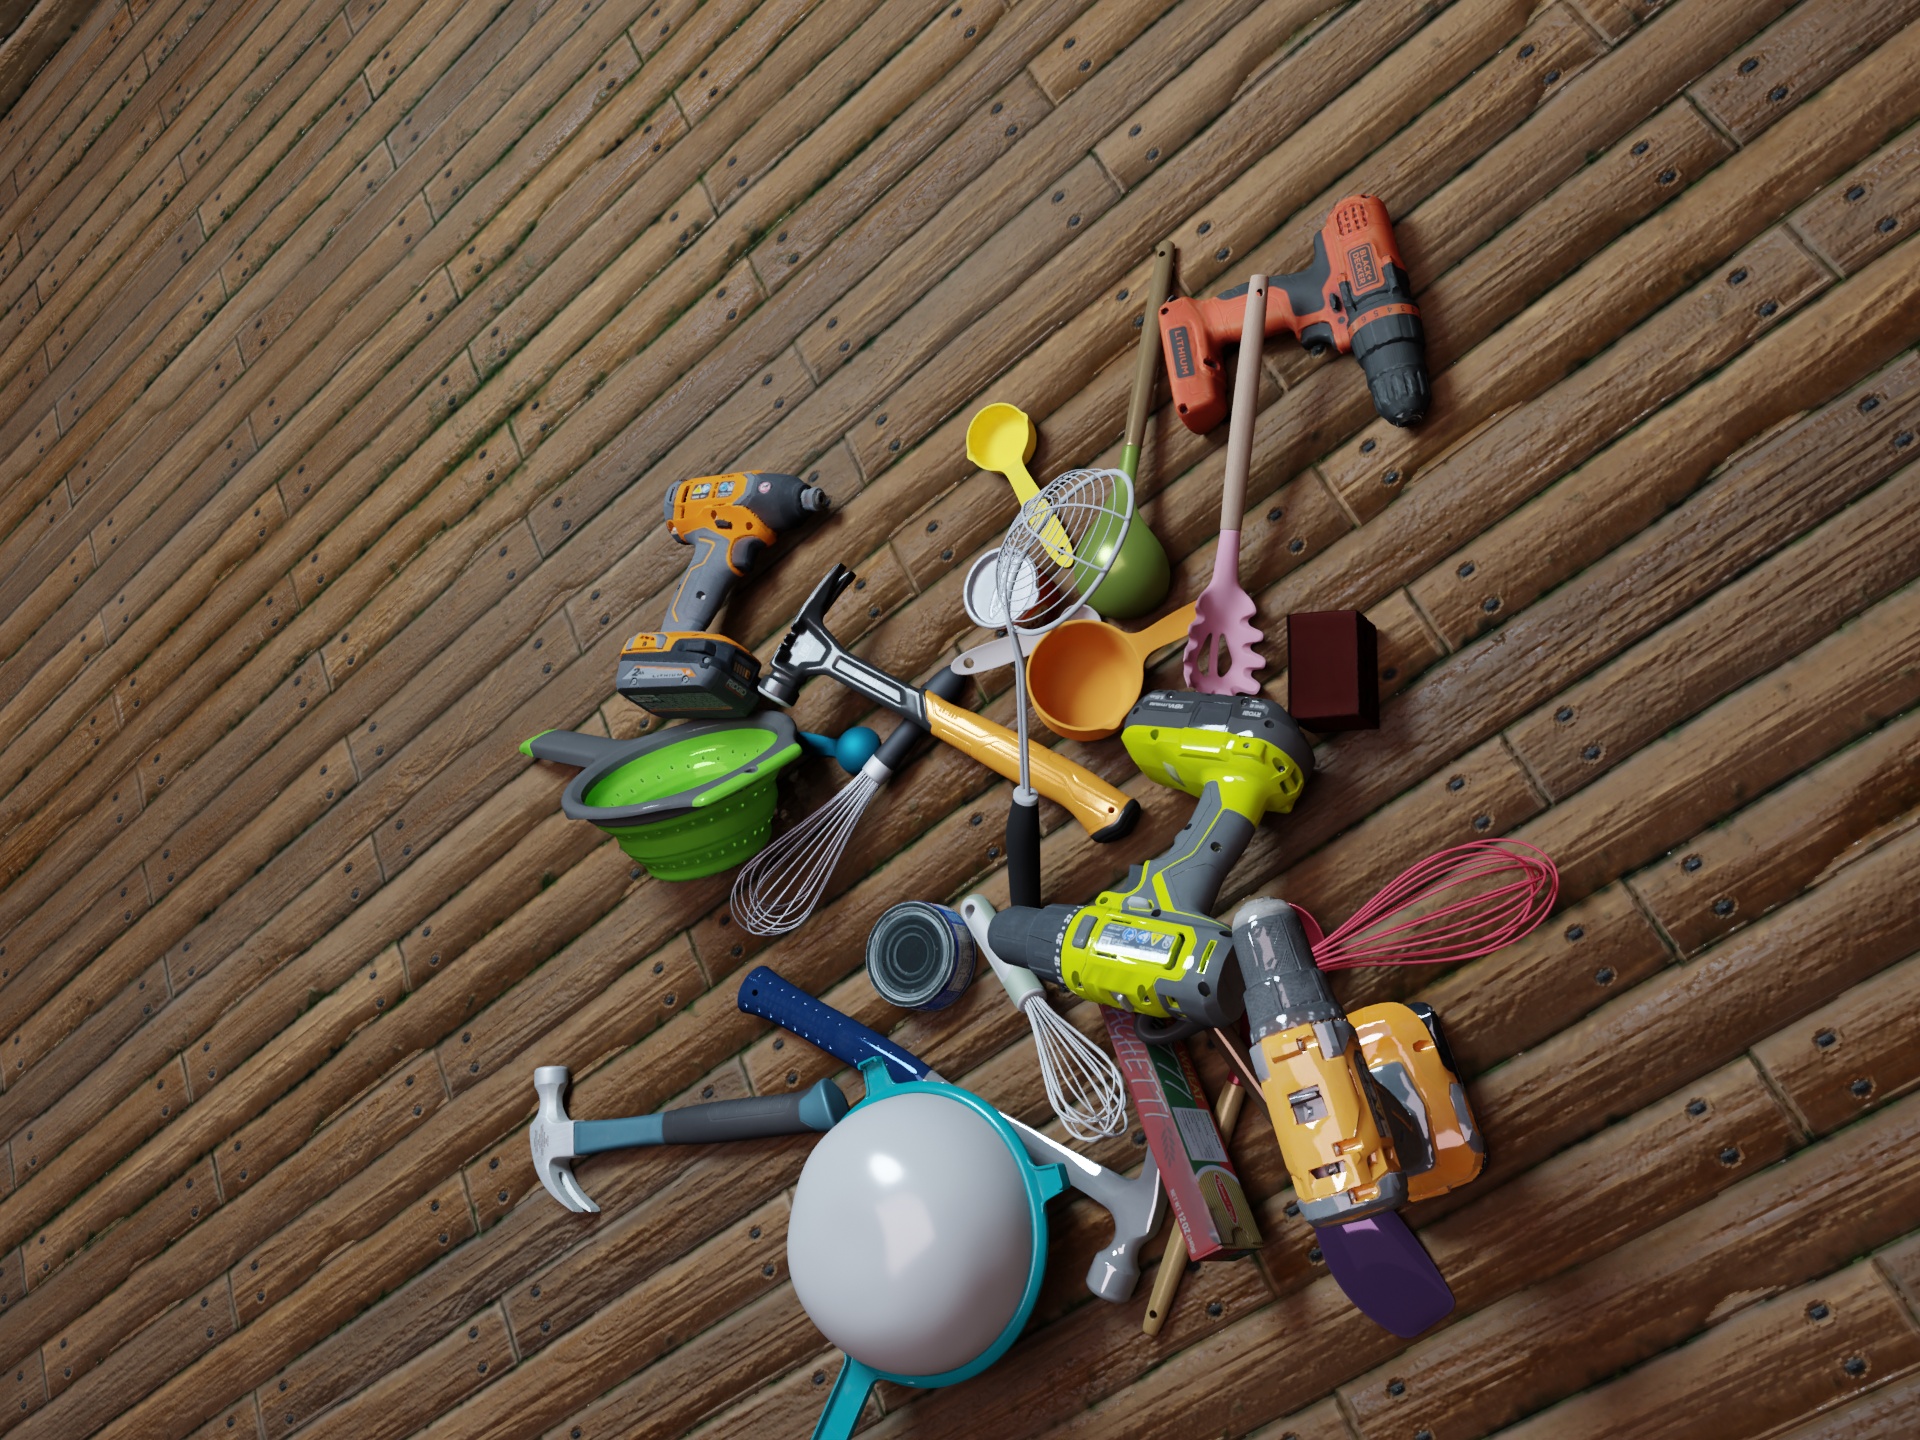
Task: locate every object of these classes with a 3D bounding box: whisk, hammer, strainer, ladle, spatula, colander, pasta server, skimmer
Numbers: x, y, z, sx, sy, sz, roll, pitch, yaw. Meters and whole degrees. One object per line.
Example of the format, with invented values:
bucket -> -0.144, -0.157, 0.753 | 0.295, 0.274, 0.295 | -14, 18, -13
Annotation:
whisk -> -0.087, 0.066, 1.314 | 0.284, 0.070, 0.070 | -50, 58, 5
hammer -> -0.002, -0.004, 1.258 | 0.337, 0.034, 0.127 | 29, 86, 24
whisk -> 0.055, 0.211, 1.163 | 0.057, 0.059, 0.247 | -58, 39, 20
strainer -> -0.075, 0.418, 1.115 | 0.211, 0.095, 0.340 | 22, 88, 35
ladle -> 0.184, 0.277, 1.104 | 0.069, 0.031, 0.315 | 19, 90, 33
whisk -> 0.249, 0.153, 1.050 | 0.296, 0.073, 0.073 | -25, 65, 14
hammer -> -0.015, 0.280, 1.221 | 0.406, 0.035, 0.144 | 21, 89, 34
spatula -> 0.213, 0.267, 1.069 | 0.060, 0.018, 0.316 | -38, 70, 12
colander -> -0.278, 0.067, 1.405 | 0.397, 0.204, 0.094 | 6, 119, 49
pasta server -> 0.203, -0.166, 1.163 | 0.060, 0.040, 0.316 | 5, 95, -6
ladle -> 0.145, -0.233, 1.260 | 0.078, 0.062, 0.320 | 0, 71, 33
skimmer -> 0.074, -0.001, 1.136 | 0.090, 0.363, 0.127 | -7, 30, -8
hammer -> -0.236, 0.341, 1.343 | 0.331, 0.033, 0.128 | -14, 70, 28

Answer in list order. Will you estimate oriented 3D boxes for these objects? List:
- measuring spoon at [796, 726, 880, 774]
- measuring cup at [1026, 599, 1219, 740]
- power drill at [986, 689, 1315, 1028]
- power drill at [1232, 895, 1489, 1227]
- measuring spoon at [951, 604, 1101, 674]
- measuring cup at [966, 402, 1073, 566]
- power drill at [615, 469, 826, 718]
measuring spoon -> -0.126, 0.020, 1.365 | 0.129, 0.021, 0.042 | 6, 81, 33
measuring cup -> 0.132, -0.047, 1.214 | 0.173, 0.052, 0.095 | -28, 74, -5
power drill -> 0.134, 0.093, 1.101 | 0.191, 0.080, 0.229 | 7, 58, 37
power drill -> 0.237, 0.207, 0.968 | 0.084, 0.226, 0.185 | -26, 65, 24
measuring spoon -> 0.051, -0.059, 1.251 | 0.124, 0.018, 0.034 | -19, 84, -3
measuring cup -> 0.058, -0.191, 1.312 | 0.062, 0.029, 0.157 | -33, 74, 21
power drill -> -0.206, -0.119, 1.407 | 0.164, 0.084, 0.227 | -2, 66, 32
